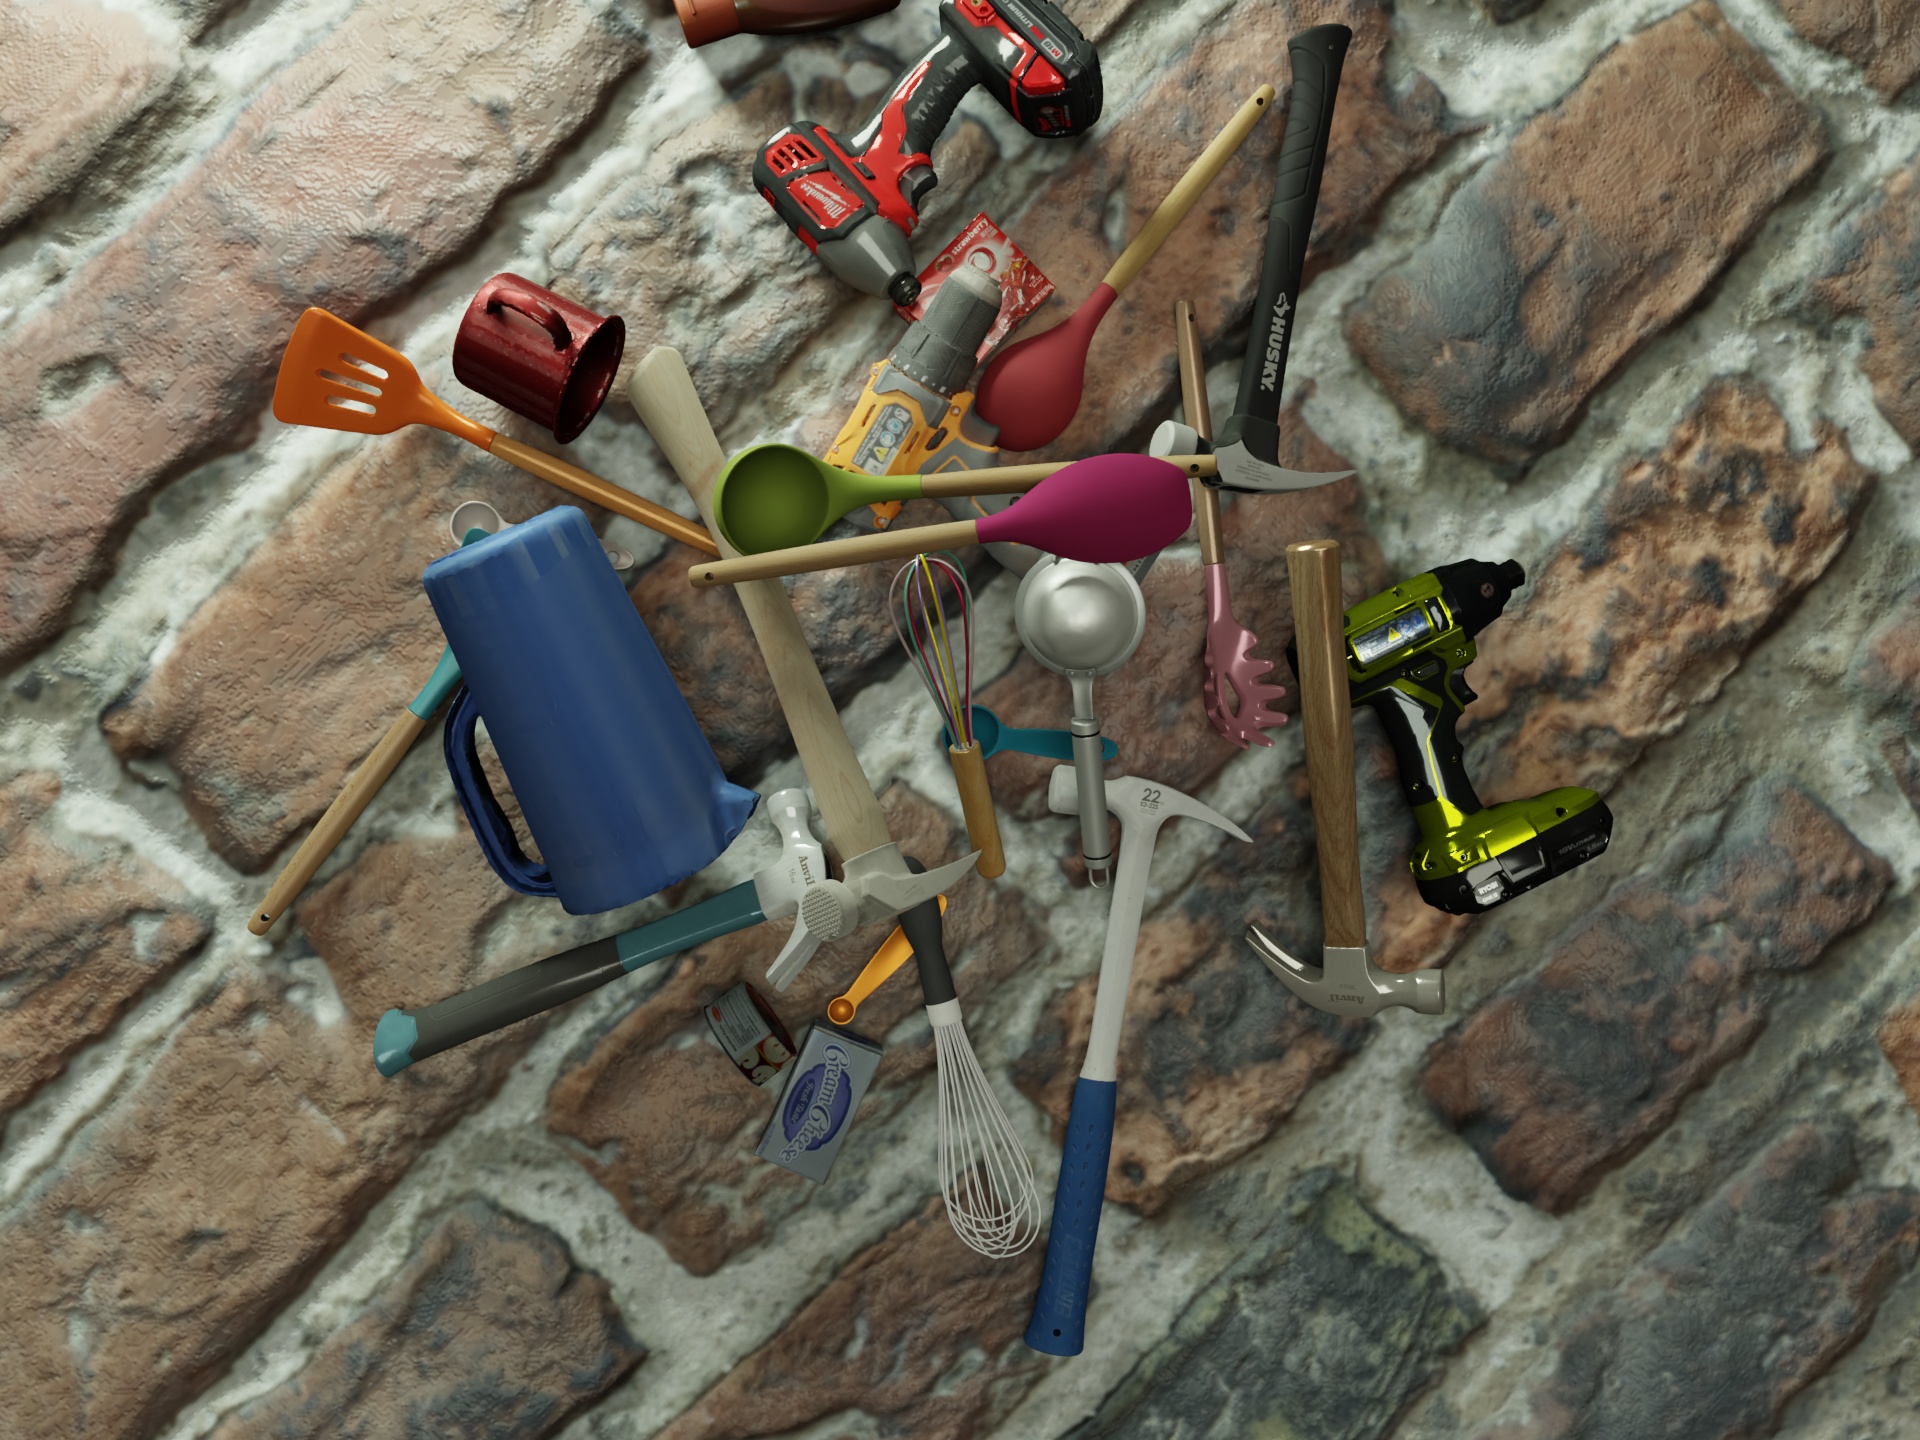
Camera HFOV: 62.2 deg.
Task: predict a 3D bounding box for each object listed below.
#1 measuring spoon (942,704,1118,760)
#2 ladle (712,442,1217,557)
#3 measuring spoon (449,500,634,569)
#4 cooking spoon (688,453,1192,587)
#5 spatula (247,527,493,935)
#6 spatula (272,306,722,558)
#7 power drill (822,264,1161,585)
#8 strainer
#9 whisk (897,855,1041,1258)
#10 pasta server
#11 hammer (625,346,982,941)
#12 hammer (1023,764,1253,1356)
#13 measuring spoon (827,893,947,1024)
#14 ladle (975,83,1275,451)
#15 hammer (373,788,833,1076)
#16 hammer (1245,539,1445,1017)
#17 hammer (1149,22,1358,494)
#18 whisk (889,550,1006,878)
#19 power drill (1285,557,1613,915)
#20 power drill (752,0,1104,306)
[{"bbox_3d":[0.048,0.012,1.118,0.128,0.021,0.042,7,104,-14],"label":"measuring spoon"},{"bbox_3d":[0.001,-0.147,1.006,0.320,0.062,0.078,-3,112,8],"label":"ladle"},{"bbox_3d":[-0.285,-0.122,1.089,0.124,0.018,0.034,12,91,-11],"label":"measuring spoon"},{"bbox_3d":[-0.015,-0.114,0.995,0.319,0.017,0.068,-8,108,6],"label":"cooking spoon"},{"bbox_3d":[-0.383,0.017,1.068,0.082,0.044,0.317,36,90,-15],"label":"spatula"},{"bbox_3d":[-0.294,-0.175,1.070,0.322,0.041,0.081,24,106,-6],"label":"spatula"},{"bbox_3d":[0.037,-0.174,1.061,0.226,0.084,0.185,31,105,-2],"label":"power drill"},{"bbox_3d":[0.082,-0.003,1.042,0.087,0.050,0.258,0,112,17],"label":"strainer"},{"bbox_3d":[-0.002,0.232,1.096,0.070,0.070,0.284,-14,90,-4],"label":"whisk"},{"bbox_3d":[0.179,-0.137,1.109,0.060,0.040,0.316,-7,91,-29],"label":"pasta server"},{"bbox_3d":[-0.117,-0.062,1.063,0.038,0.146,0.411,-29,82,40],"label":"hammer"},{"bbox_3d":[0.104,0.241,1.116,0.144,0.035,0.405,9,91,-4],"label":"hammer"},{"bbox_3d":[-0.051,0.166,1.116,0.021,0.011,0.117,43,85,-10],"label":"measuring spoon"},{"bbox_3d":[0.120,-0.318,1.106,0.069,0.031,0.315,38,87,-8],"label":"ladle"},{"bbox_3d":[-0.240,0.161,1.073,0.331,0.033,0.128,-22,61,2],"label":"hammer"},{"bbox_3d":[0.249,0.043,1.077,0.130,0.031,0.331,-3,103,24],"label":"hammer"},{"bbox_3d":[0.229,-0.319,1.099,0.146,0.035,0.335,12,86,-21],"label":"hammer"},{"bbox_3d":[-0.002,-0.004,1.073,0.051,0.047,0.244,-30,118,-36],"label":"whisk"},{"bbox_3d":[0.351,0.007,1.109,0.171,0.080,0.223,-26,90,-2],"label":"power drill"},{"bbox_3d":[-0.017,-0.383,1.058,0.219,0.078,0.143,-40,79,1],"label":"power drill"}]
